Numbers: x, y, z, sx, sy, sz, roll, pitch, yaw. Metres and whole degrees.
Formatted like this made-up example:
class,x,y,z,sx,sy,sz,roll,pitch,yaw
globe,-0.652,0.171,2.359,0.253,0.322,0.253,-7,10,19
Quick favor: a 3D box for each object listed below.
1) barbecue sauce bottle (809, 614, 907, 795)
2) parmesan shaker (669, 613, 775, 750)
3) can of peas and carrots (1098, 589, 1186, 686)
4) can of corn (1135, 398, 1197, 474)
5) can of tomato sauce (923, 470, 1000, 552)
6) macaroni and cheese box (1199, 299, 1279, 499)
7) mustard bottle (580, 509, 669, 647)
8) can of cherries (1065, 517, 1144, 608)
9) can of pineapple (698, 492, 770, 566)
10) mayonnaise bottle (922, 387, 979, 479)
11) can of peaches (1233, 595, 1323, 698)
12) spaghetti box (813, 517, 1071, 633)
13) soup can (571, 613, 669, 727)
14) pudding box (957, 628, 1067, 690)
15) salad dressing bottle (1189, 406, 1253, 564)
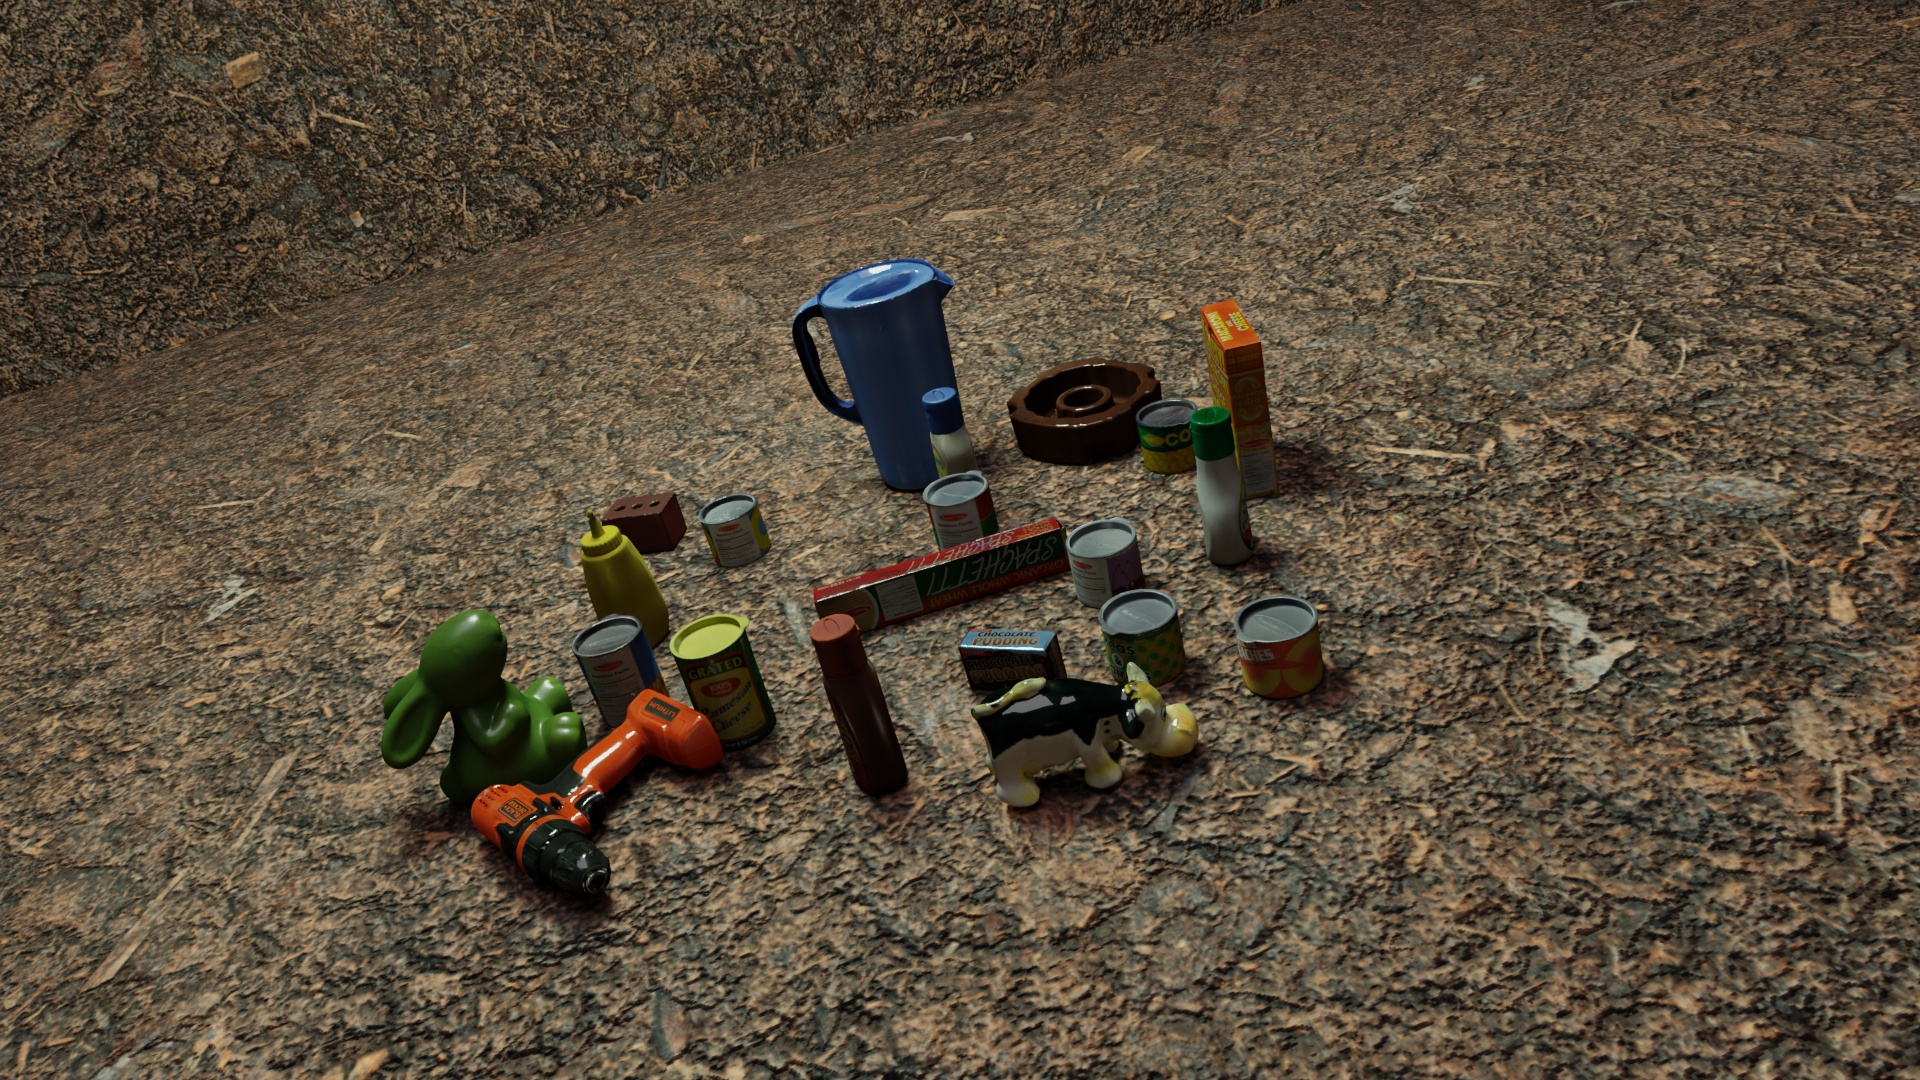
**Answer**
class,x,y,z,sx,sy,sz,roll,pitch,yaw
barbecue sauce bottle,-0.082,0.129,1.106,0.044,0.148,0.065,-22,29,-14
parmesan shaker,-0.204,0.124,1.217,0.071,0.102,0.071,-11,29,6
can of peas and carrots,0.152,0.084,1.171,0.071,0.058,0.071,-11,29,6
can of corn,0.226,-0.111,1.485,0.071,0.058,0.071,-11,29,6
can of tomato sauce,0.005,-0.017,1.394,0.071,0.082,0.071,-11,29,6
macaroni and cheese box,0.281,-0.143,1.404,0.040,0.165,0.124,-13,28,4
mustard bottle,-0.340,0.036,1.377,0.049,0.159,0.065,8,36,36
can of cherries,0.137,0.020,1.292,0.071,0.058,0.072,-11,29,6
can of pineapple,-0.248,-0.013,1.528,0.071,0.057,0.071,-11,29,6
mayonnaise bottle,-0.006,-0.087,1.455,0.041,0.147,0.065,-20,29,-10
can of peaches,0.255,0.087,1.119,0.071,0.057,0.071,-11,29,6
spaghetti box,-0.016,0.037,1.341,0.250,0.050,0.029,-17,28,-4
soup can,-0.315,0.121,1.295,0.071,0.083,0.072,-11,29,6
pudding box,0.045,0.103,1.196,0.083,0.049,0.030,1,32,26
salad dressing bottle,0.239,-0.050,1.277,0.044,0.147,0.064,-5,30,17
